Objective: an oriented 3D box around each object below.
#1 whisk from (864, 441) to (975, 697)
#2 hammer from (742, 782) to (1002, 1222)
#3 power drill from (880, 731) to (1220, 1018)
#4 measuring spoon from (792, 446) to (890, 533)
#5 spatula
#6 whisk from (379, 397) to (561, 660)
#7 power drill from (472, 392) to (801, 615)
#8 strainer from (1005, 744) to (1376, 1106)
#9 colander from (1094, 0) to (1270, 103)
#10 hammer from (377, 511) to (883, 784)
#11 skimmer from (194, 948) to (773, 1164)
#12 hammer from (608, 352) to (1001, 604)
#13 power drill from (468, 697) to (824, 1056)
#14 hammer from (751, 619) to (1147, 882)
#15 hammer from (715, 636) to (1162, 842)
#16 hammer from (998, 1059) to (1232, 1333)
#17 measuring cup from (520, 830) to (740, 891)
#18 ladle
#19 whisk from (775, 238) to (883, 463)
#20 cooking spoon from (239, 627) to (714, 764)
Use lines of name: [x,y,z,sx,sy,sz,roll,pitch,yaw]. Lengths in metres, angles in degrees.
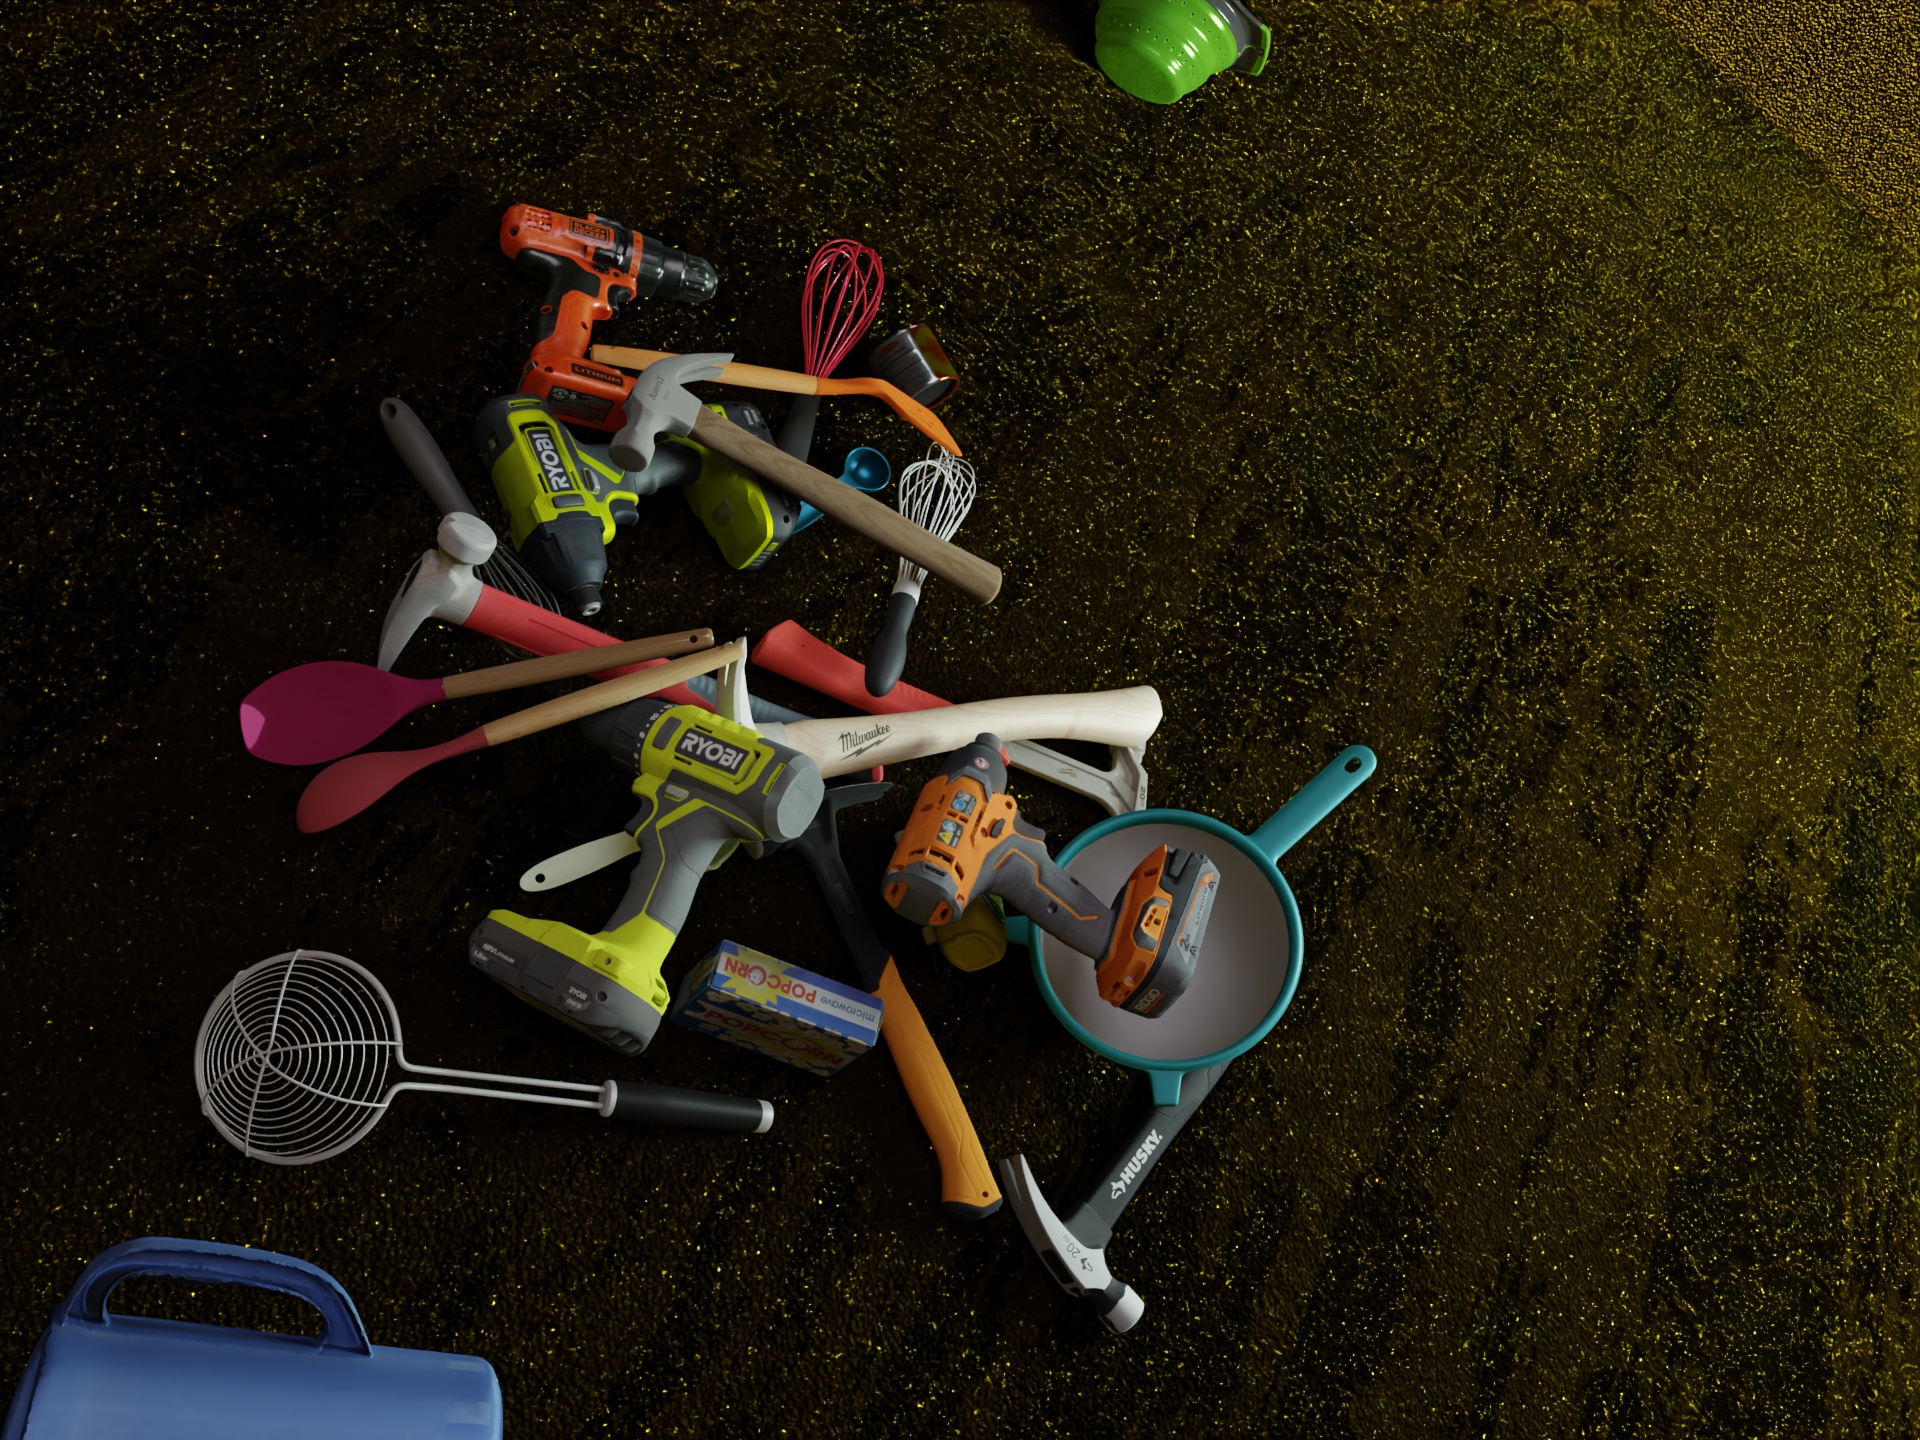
whisk: [-0.039,-0.127,1.329,0.070,0.070,0.285,27,50,-16]
hammer: [-0.046,0.208,1.190,0.127,0.034,0.337,-17,75,-33]
power drill: [0.070,0.106,1.174,0.226,0.084,0.164,25,52,-2]
measuring spoon: [-0.113,-0.191,1.368,0.128,0.021,0.042,-40,90,-28]
spatula: [-0.146,-0.272,1.316,0.322,0.041,0.081,3,35,-26]
whisk: [-0.369,-0.145,1.181,0.055,0.055,0.239,-26,76,-36]
power drill: [-0.242,-0.169,1.222,0.223,0.080,0.171,-14,73,-42]
strainer: [0.207,0.145,1.280,0.340,0.095,0.211,-39,68,-16]
colander: [0.144,-0.790,1.761,0.397,0.204,0.094,29,89,5]
hammer: [-0.227,-0.018,1.176,0.386,0.143,0.038,24,29,-30]
skimmer: [-0.297,0.235,1.035,0.363,0.090,0.127,17,77,-34]
hammer: [-0.108,-0.182,1.253,0.331,0.031,0.130,27,54,-22]
power drill: [-0.224,0.090,1.070,0.191,0.080,0.228,20,68,25]
hammer: [-0.004,0.013,1.310,0.359,0.036,0.149,23,57,-19]
hammer: [-0.002,-0.004,1.251,0.410,0.038,0.146,-7,88,-37]
hammer: [0.163,0.304,1.258,0.146,0.035,0.335,48,53,-1]
measuring cup: [-0.236,0.090,1.147,0.167,0.038,0.083,-22,79,-19]
ladle: [-0.296,0.003,1.079,0.315,0.069,0.031,-21,120,-15]
whisk: [-0.125,-0.309,1.394,0.073,0.073,0.296,23,63,-18]
cooking spoon: [-0.328,-0.026,1.092,0.319,0.017,0.069,-12,81,-9]
